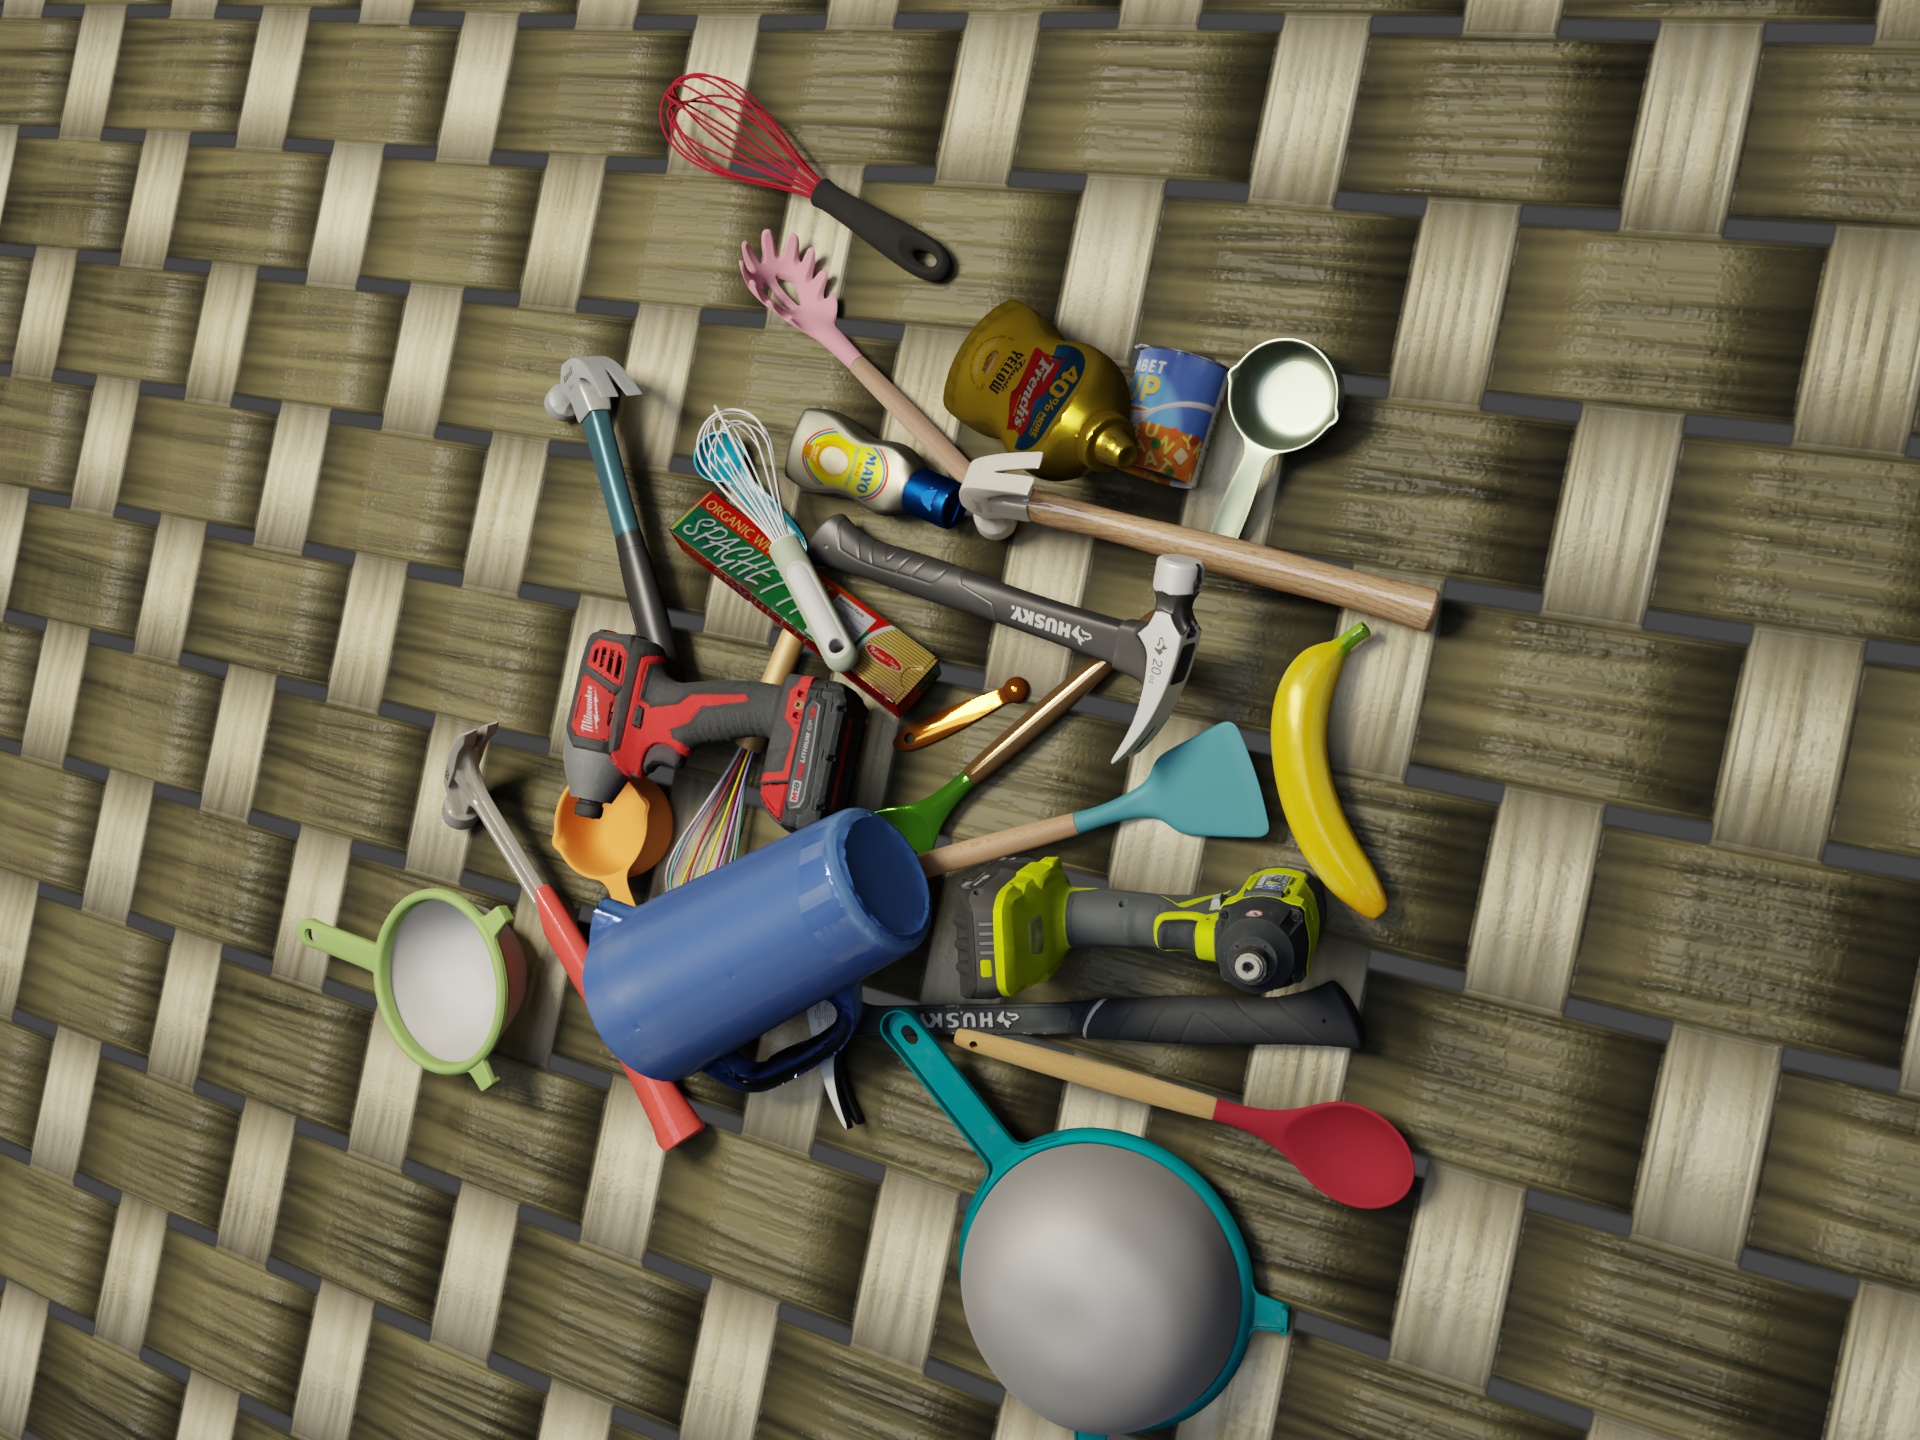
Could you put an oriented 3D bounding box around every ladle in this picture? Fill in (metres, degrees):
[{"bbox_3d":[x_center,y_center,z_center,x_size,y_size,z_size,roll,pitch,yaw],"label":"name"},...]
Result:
[{"bbox_3d":[0.145,0.256,1.069,0.315,0.031,0.069,14,102,14],"label":"ladle"}]

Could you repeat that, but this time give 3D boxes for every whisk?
[{"bbox_3d":[-0.172,0.043,1.237,0.051,0.047,0.245,23,91,7],"label":"whisk"},{"bbox_3d":[-0.125,-0.425,1.250,0.296,0.073,0.073,36,100,15],"label":"whisk"},{"bbox_3d":[-0.136,-0.140,1.201,0.058,0.059,0.246,-27,70,-4],"label":"whisk"}]

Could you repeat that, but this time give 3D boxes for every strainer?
[{"bbox_3d":[0.044,0.339,1.071,0.211,0.095,0.340,-43,80,17],"label":"strainer"},{"bbox_3d":[-0.449,0.200,1.330,0.256,0.069,0.151,11,99,31],"label":"strainer"}]

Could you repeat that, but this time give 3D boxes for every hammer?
[{"bbox_3d":[-0.263,-0.135,1.275,0.128,0.033,0.331,-24,81,57],"label":"hammer"},{"bbox_3d":[0.018,-0.083,1.141,0.335,0.035,0.146,21,114,34],"label":"hammer"},{"bbox_3d":[-0.307,0.174,1.257,0.359,0.036,0.149,55,144,12],"label":"hammer"},{"bbox_3d":[0.076,0.216,1.123,0.409,0.036,0.149,-4,85,22],"label":"hammer"},{"bbox_3d":[0.157,-0.118,1.077,0.331,0.130,0.031,17,81,12],"label":"hammer"}]

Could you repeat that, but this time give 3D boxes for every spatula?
[{"bbox_3d":[0.056,0.080,1.125,0.317,0.044,0.082,-17,94,13],"label":"spatula"}]

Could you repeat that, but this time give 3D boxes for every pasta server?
[{"bbox_3d":[-0.062,-0.261,1.218,0.060,0.040,0.316,-35,71,-22],"label":"pasta server"}]

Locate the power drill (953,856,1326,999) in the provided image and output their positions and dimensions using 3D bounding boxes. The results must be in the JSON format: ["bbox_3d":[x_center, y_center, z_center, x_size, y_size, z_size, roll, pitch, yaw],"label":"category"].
[{"bbox_3d":[0.115,0.136,1.028,0.223,0.171,0.080,-2,96,19],"label":"power drill"}]

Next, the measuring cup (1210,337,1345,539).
[{"bbox_3d":[0.211,-0.183,1.105,0.083,0.038,0.167,29,114,20],"label":"measuring cup"}]

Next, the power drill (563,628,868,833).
[{"bbox_3d":[-0.191,0.019,1.188,0.220,0.078,0.143,11,84,12],"label":"power drill"}]

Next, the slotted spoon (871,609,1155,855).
[{"bbox_3d":[0.028,0.027,1.163,0.313,0.031,0.070,-41,77,12],"label":"slotted spoon"}]

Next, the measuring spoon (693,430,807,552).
[{"bbox_3d":[-0.163,-0.177,1.268,0.042,0.021,0.129,-42,80,2],"label":"measuring spoon"}]

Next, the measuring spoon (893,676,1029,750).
[{"bbox_3d":[-0.002,-0.004,1.185,0.117,0.011,0.021,-24,77,19],"label":"measuring spoon"}]

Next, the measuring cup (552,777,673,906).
[{"bbox_3d":[-0.260,0.122,1.263,0.095,0.052,0.174,-23,79,19],"label":"measuring cup"}]
